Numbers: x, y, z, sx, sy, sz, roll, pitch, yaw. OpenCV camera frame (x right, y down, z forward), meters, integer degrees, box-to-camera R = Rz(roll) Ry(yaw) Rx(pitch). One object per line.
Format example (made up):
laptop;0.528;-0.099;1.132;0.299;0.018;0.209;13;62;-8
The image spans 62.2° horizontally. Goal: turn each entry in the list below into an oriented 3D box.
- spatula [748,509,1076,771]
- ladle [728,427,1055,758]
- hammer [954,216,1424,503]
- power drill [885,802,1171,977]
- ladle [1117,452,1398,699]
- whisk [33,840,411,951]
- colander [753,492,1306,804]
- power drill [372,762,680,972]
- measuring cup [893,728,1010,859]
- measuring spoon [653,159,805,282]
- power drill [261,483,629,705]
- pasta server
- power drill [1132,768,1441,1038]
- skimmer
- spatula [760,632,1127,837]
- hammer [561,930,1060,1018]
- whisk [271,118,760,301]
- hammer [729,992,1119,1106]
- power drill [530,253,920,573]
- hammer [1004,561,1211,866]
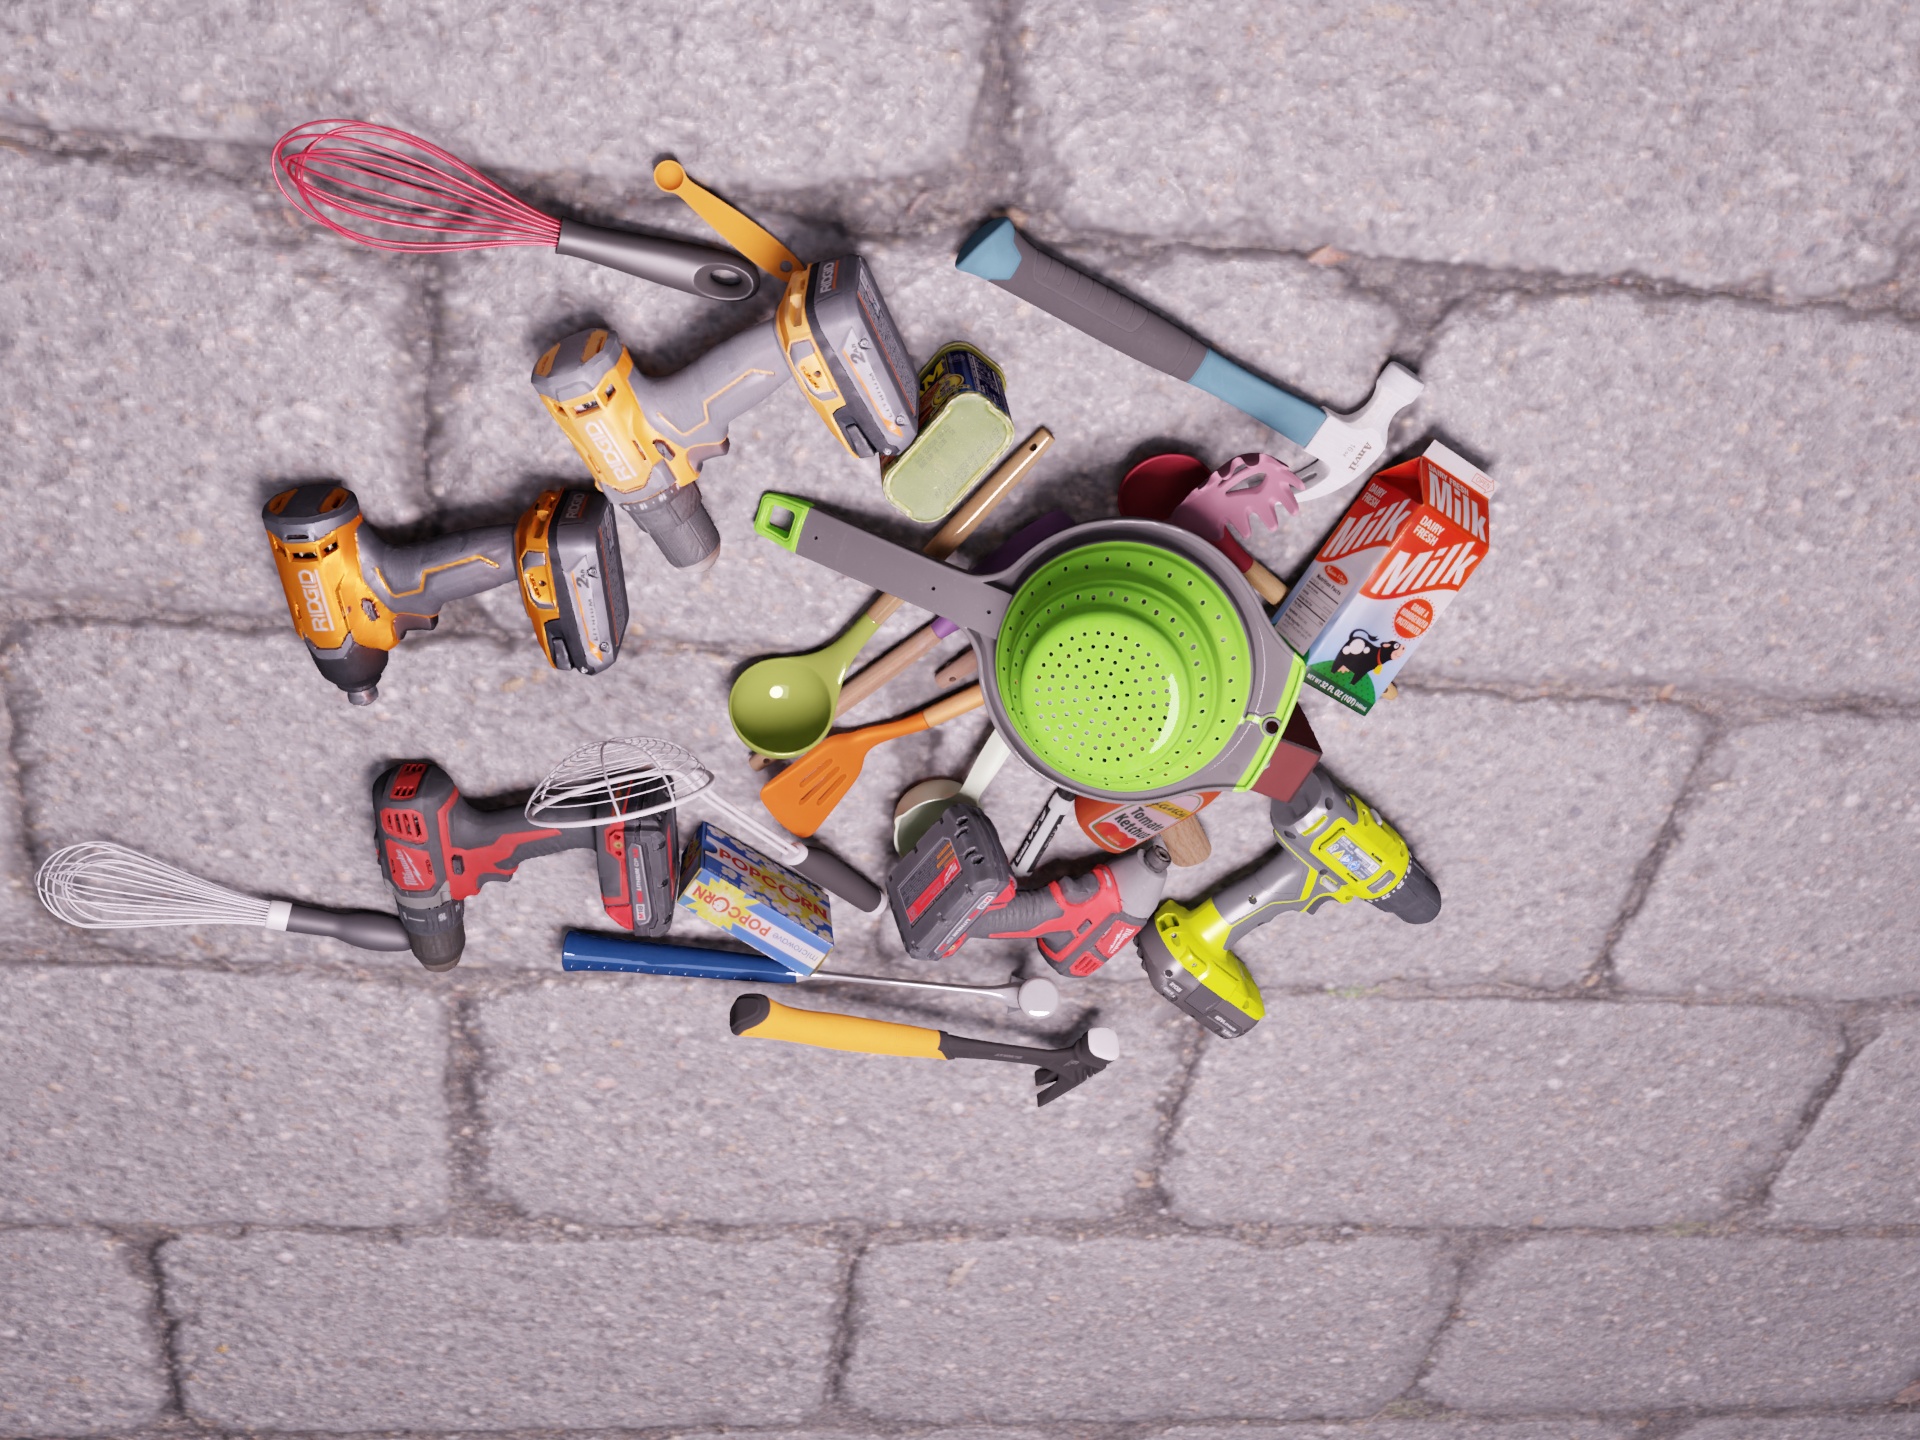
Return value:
spatula;-0.036;-0.051;1.199;0.316;0.018;0.059;-35;123;15
ladle;-0.049;-0.092;1.149;0.320;0.062;0.078;-45;81;18
hammer;0.149;-0.249;1.077;0.330;0.033;0.128;23;117;-20
power drill;0.063;0.139;1.274;0.219;0.079;0.143;14;129;-38
ladle;0.231;-0.101;1.189;0.315;0.031;0.069;36;118;-28
whisk;-0.573;0.148;1.257;0.284;0.070;0.070;14;121;-21
colander;0.028;-0.060;1.067;0.397;0.094;0.204;24;111;8
power drill;-0.339;0.121;1.250;0.226;0.080;0.187;1;124;-3
measuring cup;0.005;0.048;1.260;0.083;0.038;0.167;22;117;-20
measuring spoon;-0.146;-0.317;1.014;0.116;0.011;0.021;33;114;-29
power drill;-0.352;-0.083;1.108;0.226;0.084;0.164;-1;124;0
pasta server;0.104;-0.100;1.143;0.316;0.040;0.060;-32;127;26
power drill;0.279;0.164;1.345;0.228;0.080;0.190;-42;120;18
skimmer;-0.166;0.104;1.184;0.127;0.090;0.362;-2;154;32
spatula;-0.002;-0.004;1.221;0.322;0.041;0.080;-25;142;8
hammer;-0.125;0.213;1.328;0.405;0.144;0.035;6;80;-1
whisk;-0.267;-0.305;0.982;0.295;0.073;0.073;10;122;-20
hammer;-0.037;0.276;1.357;0.336;0.034;0.127;13;144;-24
power drill;-0.141;-0.192;1.048;0.226;0.084;0.185;-15;132;15
hammer;0.130;0.008;1.218;0.130;0.031;0.331;-15;135;16
